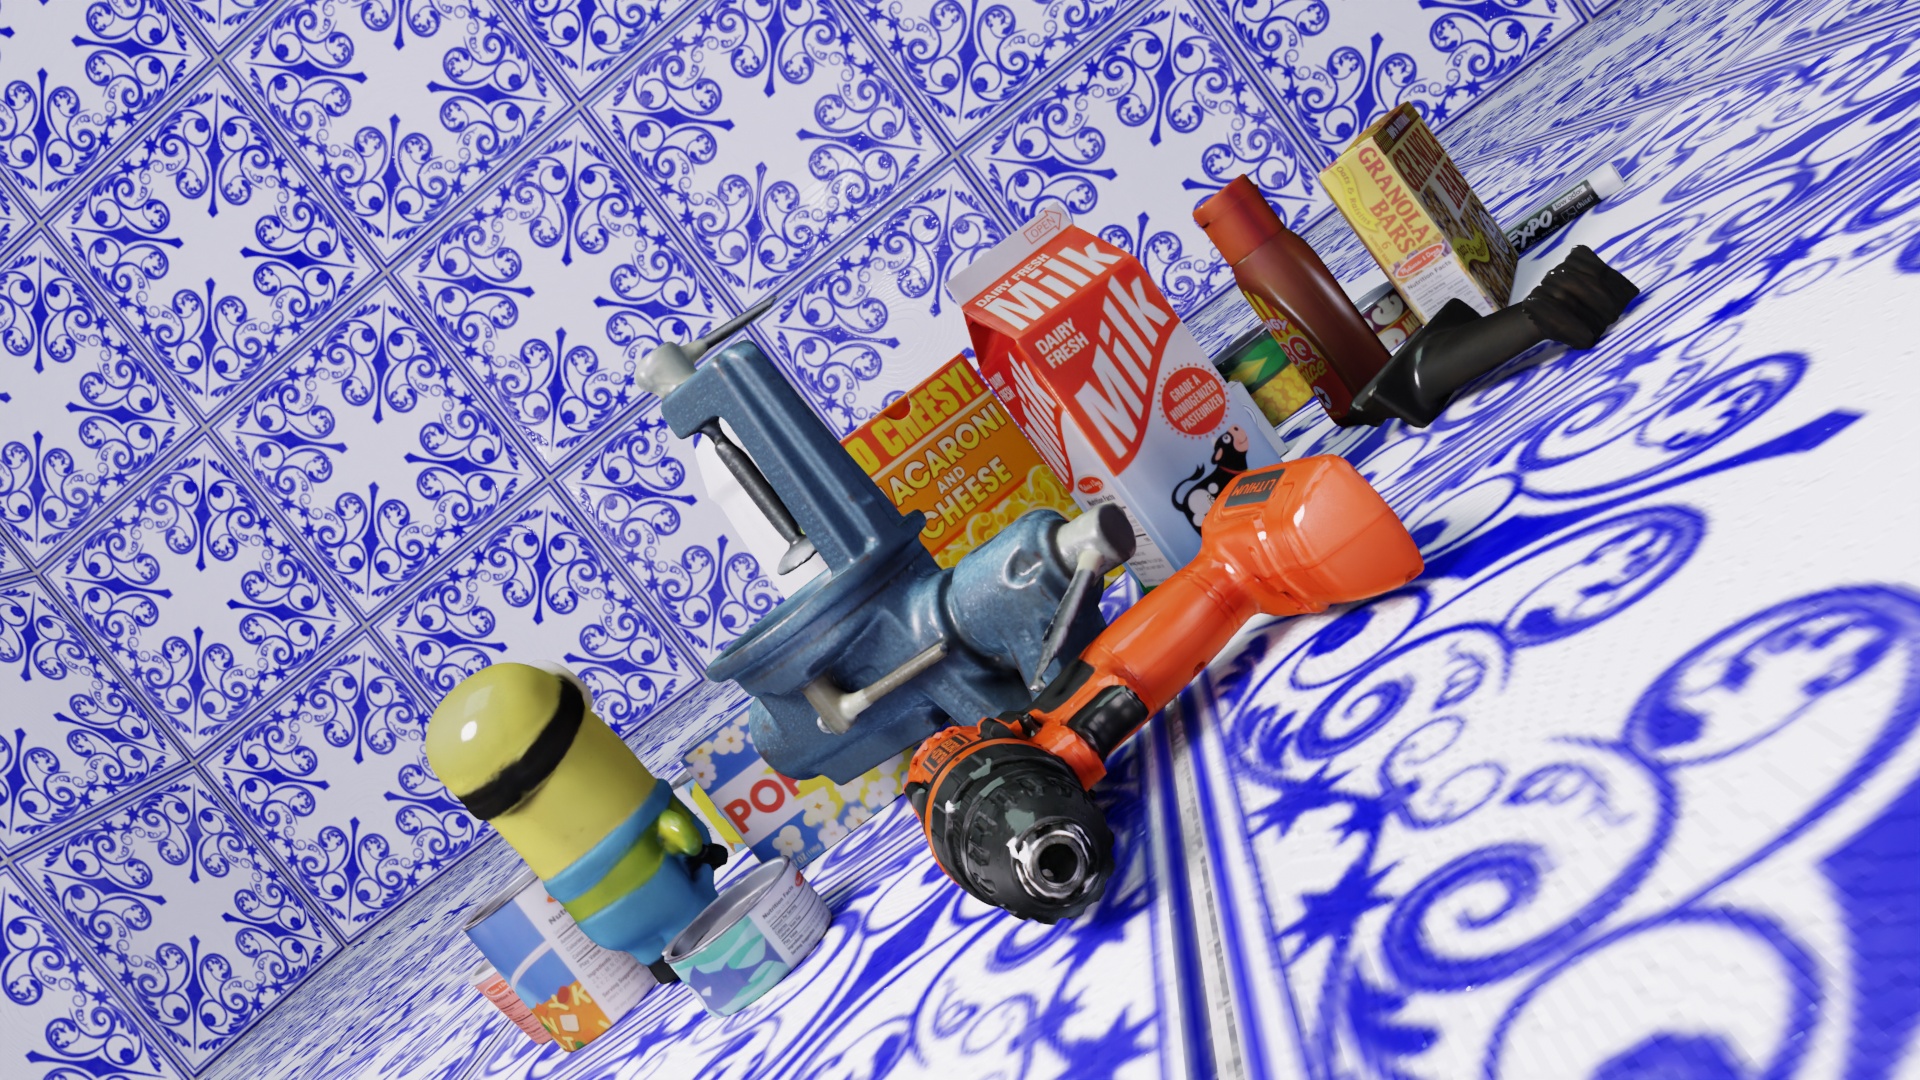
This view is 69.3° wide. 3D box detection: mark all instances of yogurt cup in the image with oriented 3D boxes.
[{"bbox_3d":[-0.231,0.242,0.777,0.072,0.054,0.072,-37,5,4],"label":"yogurt cup"}]

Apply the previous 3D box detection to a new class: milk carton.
[{"bbox_3d":[0.075,-0.063,0.654,0.072,0.190,0.073,-38,4,-13],"label":"milk carton"}]

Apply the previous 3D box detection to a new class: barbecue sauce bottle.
[{"bbox_3d":[0.187,-0.133,0.771,0.044,0.148,0.065,-38,4,-3],"label":"barbecue sauce bottle"}]

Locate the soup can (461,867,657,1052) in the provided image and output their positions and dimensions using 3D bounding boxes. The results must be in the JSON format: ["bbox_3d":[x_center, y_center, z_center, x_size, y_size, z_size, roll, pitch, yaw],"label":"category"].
[{"bbox_3d":[-0.205,0.211,0.718,0.071,0.083,0.071,-37,4,4],"label":"soup can"}]

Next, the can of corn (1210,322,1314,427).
[{"bbox_3d":[0.204,-0.109,0.961,0.071,0.058,0.071,-37,5,4],"label":"can of corn"}]

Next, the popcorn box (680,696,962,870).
[{"bbox_3d":[-0.070,0.106,0.725,0.126,0.085,0.038,-37,4,4],"label":"popcorn box"}]

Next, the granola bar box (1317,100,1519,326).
[{"bbox_3d":[0.273,-0.189,0.818,0.039,0.124,0.166,-35,5,32],"label":"granola bar box"}]

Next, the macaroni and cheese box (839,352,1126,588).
[{"bbox_3d":[0.003,-0.010,0.821,0.124,0.166,0.040,-40,5,-28],"label":"macaroni and cheese box"}]

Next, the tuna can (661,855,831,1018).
[{"bbox_3d":[-0.092,0.169,0.592,0.071,0.033,0.071,-37,5,4],"label":"tuna can"}]

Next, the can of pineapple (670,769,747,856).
[{"bbox_3d":[-0.145,0.162,0.902,0.071,0.058,0.071,-37,5,4],"label":"can of pineapple"}]

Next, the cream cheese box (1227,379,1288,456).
[{"bbox_3d":[0.141,-0.045,0.839,0.104,0.053,0.024,-37,4,4],"label":"cream cheese box"}]

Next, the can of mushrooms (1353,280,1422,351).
[{"bbox_3d":[0.275,-0.144,0.922,0.071,0.033,0.071,-37,5,4],"label":"can of mushrooms"}]
